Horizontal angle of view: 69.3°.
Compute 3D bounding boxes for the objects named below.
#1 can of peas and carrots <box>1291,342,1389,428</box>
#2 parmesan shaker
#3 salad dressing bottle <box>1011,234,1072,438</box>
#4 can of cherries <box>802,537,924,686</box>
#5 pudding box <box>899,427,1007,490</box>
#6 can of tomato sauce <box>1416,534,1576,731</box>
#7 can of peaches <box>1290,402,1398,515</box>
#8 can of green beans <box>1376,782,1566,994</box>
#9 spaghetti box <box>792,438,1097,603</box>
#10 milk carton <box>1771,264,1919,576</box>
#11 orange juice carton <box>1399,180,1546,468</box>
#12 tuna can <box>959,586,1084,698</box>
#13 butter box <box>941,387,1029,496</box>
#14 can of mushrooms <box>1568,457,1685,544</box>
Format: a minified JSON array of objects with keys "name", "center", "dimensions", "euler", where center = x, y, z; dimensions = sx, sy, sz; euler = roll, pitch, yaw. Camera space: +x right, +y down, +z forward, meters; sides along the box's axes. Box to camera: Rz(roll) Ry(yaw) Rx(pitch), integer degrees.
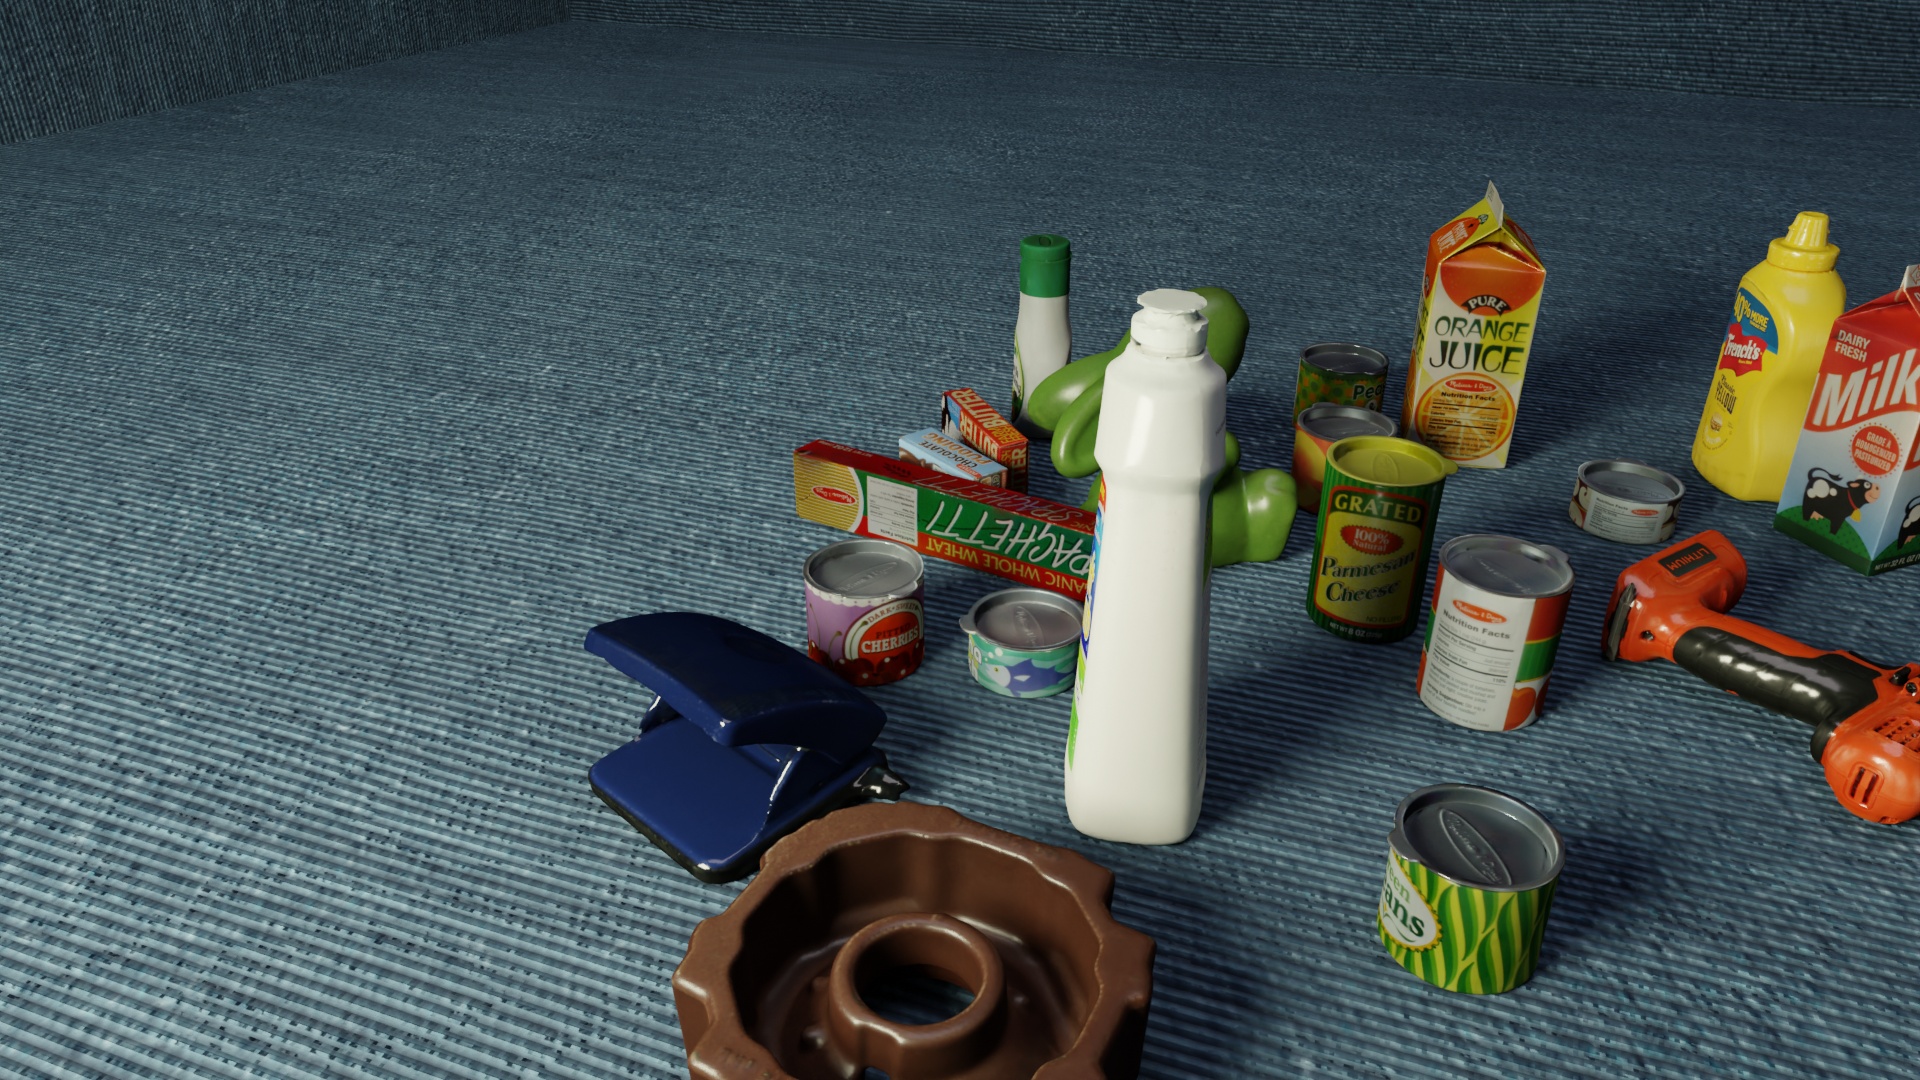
[{"name":"can of peas and carrots","center":[0.290,-0.112,1.056],"dimensions":[0.071,0.058,0.071],"euler":[0,28,0]},{"name":"parmesan shaker","center":[0.240,0.000,0.798],"dimensions":[0.071,0.102,0.071],"euler":[0,28,0]},{"name":"salad dressing bottle","center":[0.061,-0.151,1.032],"dimensions":[0.044,0.147,0.064],"euler":[1,28,1]},{"name":"can of cherries","center":[-0.051,0.040,0.765],"dimensions":[0.071,0.058,0.072],"euler":[0,28,0]},{"name":"pudding box","center":[-0.006,-0.038,0.921],"dimensions":[0.030,0.049,0.084],"euler":[-20,34,-33]},{"name":"can of tomato sauce","center":[0.281,0.048,0.730],"dimensions":[0.071,0.082,0.071],"euler":[0,28,0]},{"name":"can of peaches","center":[0.259,-0.055,0.949],"dimensions":[0.071,0.057,0.071],"euler":[0,28,0]},{"name":"can of green beans","center":[0.210,0.144,0.576],"dimensions":[0.071,0.057,0.071],"euler":[0,28,0]},{"name":"spaghetti box","center":[0.003,-0.011,0.871],"dimensions":[0.250,0.050,0.029],"euler":[16,32,27]},{"name":"milk carton","center":[0.584,-0.082,0.864],"dimensions":[0.072,0.189,0.074],"euler":[-10,30,-19]},{"name":"orange juice carton","center":[0.367,-0.154,0.994],"dimensions":[0.073,0.191,0.072],"euler":[6,28,11]},{"name":"tuna can","center":[0.034,0.056,0.764],"dimensions":[0.071,0.032,0.071],"euler":[0,28,0]},{"name":"butter box","center":[0.016,-0.064,0.967],"dimensions":[0.024,0.053,0.104],"euler":[-11,30,-20]},{"name":"can of mushrooms","center":[0.444,-0.027,0.925],"dimensions":[0.071,0.033,0.071],"euler":[0,28,0]}]
